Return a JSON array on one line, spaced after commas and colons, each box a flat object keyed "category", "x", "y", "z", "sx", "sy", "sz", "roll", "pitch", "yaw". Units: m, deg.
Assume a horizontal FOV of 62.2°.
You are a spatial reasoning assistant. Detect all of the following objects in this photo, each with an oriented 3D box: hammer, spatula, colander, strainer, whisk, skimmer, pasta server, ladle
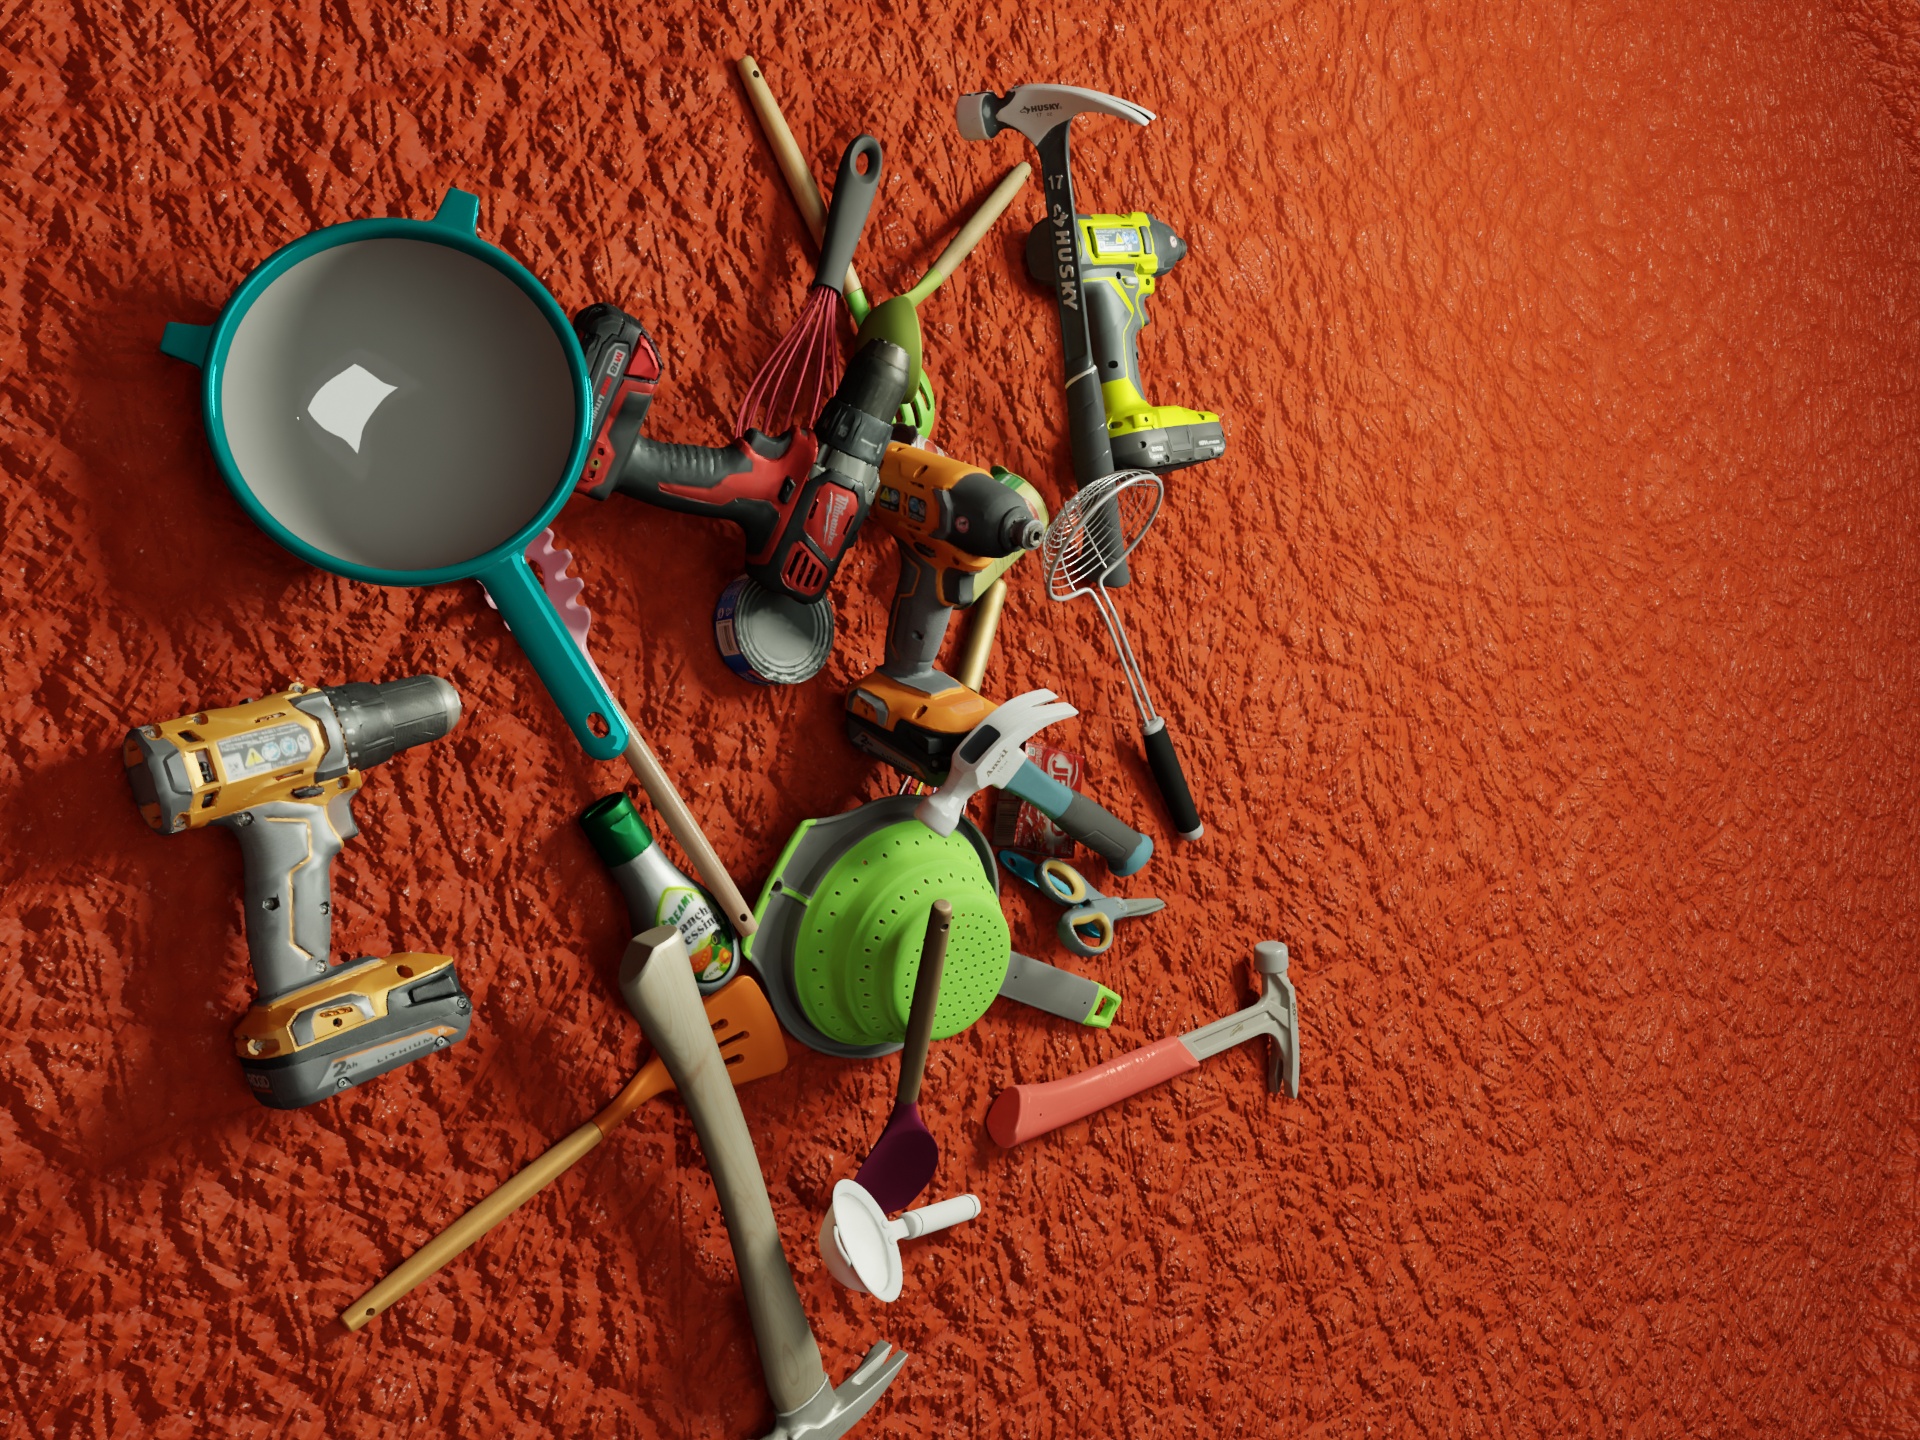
[{"category": "hammer", "x": 0.079, "y": 0.068, "z": 1.229, "sx": 0.128, "sy": 0.033, "sz": 0.330, "roll": -53, "pitch": 149, "yaw": 1}, {"category": "spatula", "x": -0.250, "y": 0.281, "z": 1.025, "sx": 0.322, "sy": 0.041, "sz": 0.081, "roll": -35, "pitch": 117, "yaw": -35}, {"category": "colander", "x": 0.021, "y": 0.191, "z": 1.199, "sx": 0.396, "sy": 0.095, "sz": 0.204, "roll": 27, "pitch": 87, "yaw": -42}, {"category": "hammer", "x": 0.169, "y": 0.306, "z": 1.375, "sx": 0.359, "sy": 0.037, "sz": 0.149, "roll": -12, "pitch": 101, "yaw": -39}, {"category": "strainer", "x": -0.294, "y": -0.124, "z": 0.947, "sx": 0.211, "sy": 0.095, "sz": 0.340, "roll": -32, "pitch": 96, "yaw": -13}, {"category": "hammer", "x": -0.141, "y": 0.322, "z": 1.083, "sx": 0.146, "sy": 0.038, "sz": 0.410, "roll": -29, "pitch": 114, "yaw": -39}, {"category": "whisk", "x": -0.103, "y": -0.296, "z": 1.160, "sx": 0.073, "sy": 0.073, "sz": 0.296, "roll": 23, "pitch": 76, "yaw": -37}, {"category": "whisk", "x": -0.002, "y": -0.005, "z": 1.251, "sx": 0.047, "sy": 0.051, "sz": 0.245, "roll": 28, "pitch": 67, "yaw": -30}, {"category": "hammer", "x": 0.099, "y": -0.295, "z": 1.271, "sx": 0.036, "sy": 0.149, "sz": 0.408, "roll": -53, "pitch": 139, "yaw": -51}, {"category": "skimmer", "x": 0.160, "y": -0.040, "z": 1.330, "sx": 0.127, "sy": 0.090, "sz": 0.363, "roll": -36, "pitch": 119, "yaw": -24}, {"category": "strainer", "x": -0.042, "y": 0.369, "z": 1.150, "sx": 0.258, "sy": 0.050, "sz": 0.087, "roll": 17, "pitch": 44, "yaw": -63}, {"category": "pasta server", "x": -0.219, "y": 0.012, "z": 1.047, "sx": 0.060, "sy": 0.040, "sz": 0.316, "roll": -34, "pitch": 102, "yaw": -16}, {"category": "ladle", "x": 0.002, "y": -0.355, "z": 1.243, "sx": 0.062, "sy": 0.078, "sz": 0.320, "roll": 25, "pitch": 51, "yaw": 6}]

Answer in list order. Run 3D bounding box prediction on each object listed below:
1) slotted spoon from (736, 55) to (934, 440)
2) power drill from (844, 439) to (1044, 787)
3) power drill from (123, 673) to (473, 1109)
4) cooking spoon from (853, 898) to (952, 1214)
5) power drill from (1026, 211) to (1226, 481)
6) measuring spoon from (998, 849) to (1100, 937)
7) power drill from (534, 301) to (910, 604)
[{"category": "slotted spoon", "x": -0.095, "y": -0.348, "z": 1.205, "sx": 0.070, "sy": 0.031, "sz": 0.313, "roll": -35, "pitch": 108, "yaw": -32}, {"category": "power drill", "x": -0.010, "y": -0.073, "z": 1.134, "sx": 0.084, "sy": 0.164, "sz": 0.226, "roll": -16, "pitch": 120, "yaw": -40}, {"category": "power drill", "x": -0.357, "y": 0.087, "z": 0.926, "sx": 0.185, "sy": 0.084, "sz": 0.226, "roll": -20, "pitch": 96, "yaw": -41}, {"category": "cooking spoon", "x": -0.034, "y": 0.245, "z": 1.112, "sx": 0.068, "sy": 0.017, "sz": 0.318, "roll": -8, "pitch": 129, "yaw": -23}, {"category": "power drill", "x": 0.153, "y": -0.327, "z": 1.381, "sx": 0.171, "sy": 0.080, "sz": 0.223, "roll": -15, "pitch": 94, "yaw": -40}, {"category": "measuring spoon", "x": 0.075, "y": 0.144, "z": 1.326, "sx": 0.128, "sy": 0.021, "sz": 0.042, "roll": 34, "pitch": 43, "yaw": -24}, {"category": "power drill", "x": -0.152, "y": -0.198, "z": 1.054, "sx": 0.226, "sy": 0.080, "sz": 0.188, "roll": 22, "pitch": 98, "yaw": -27}]
